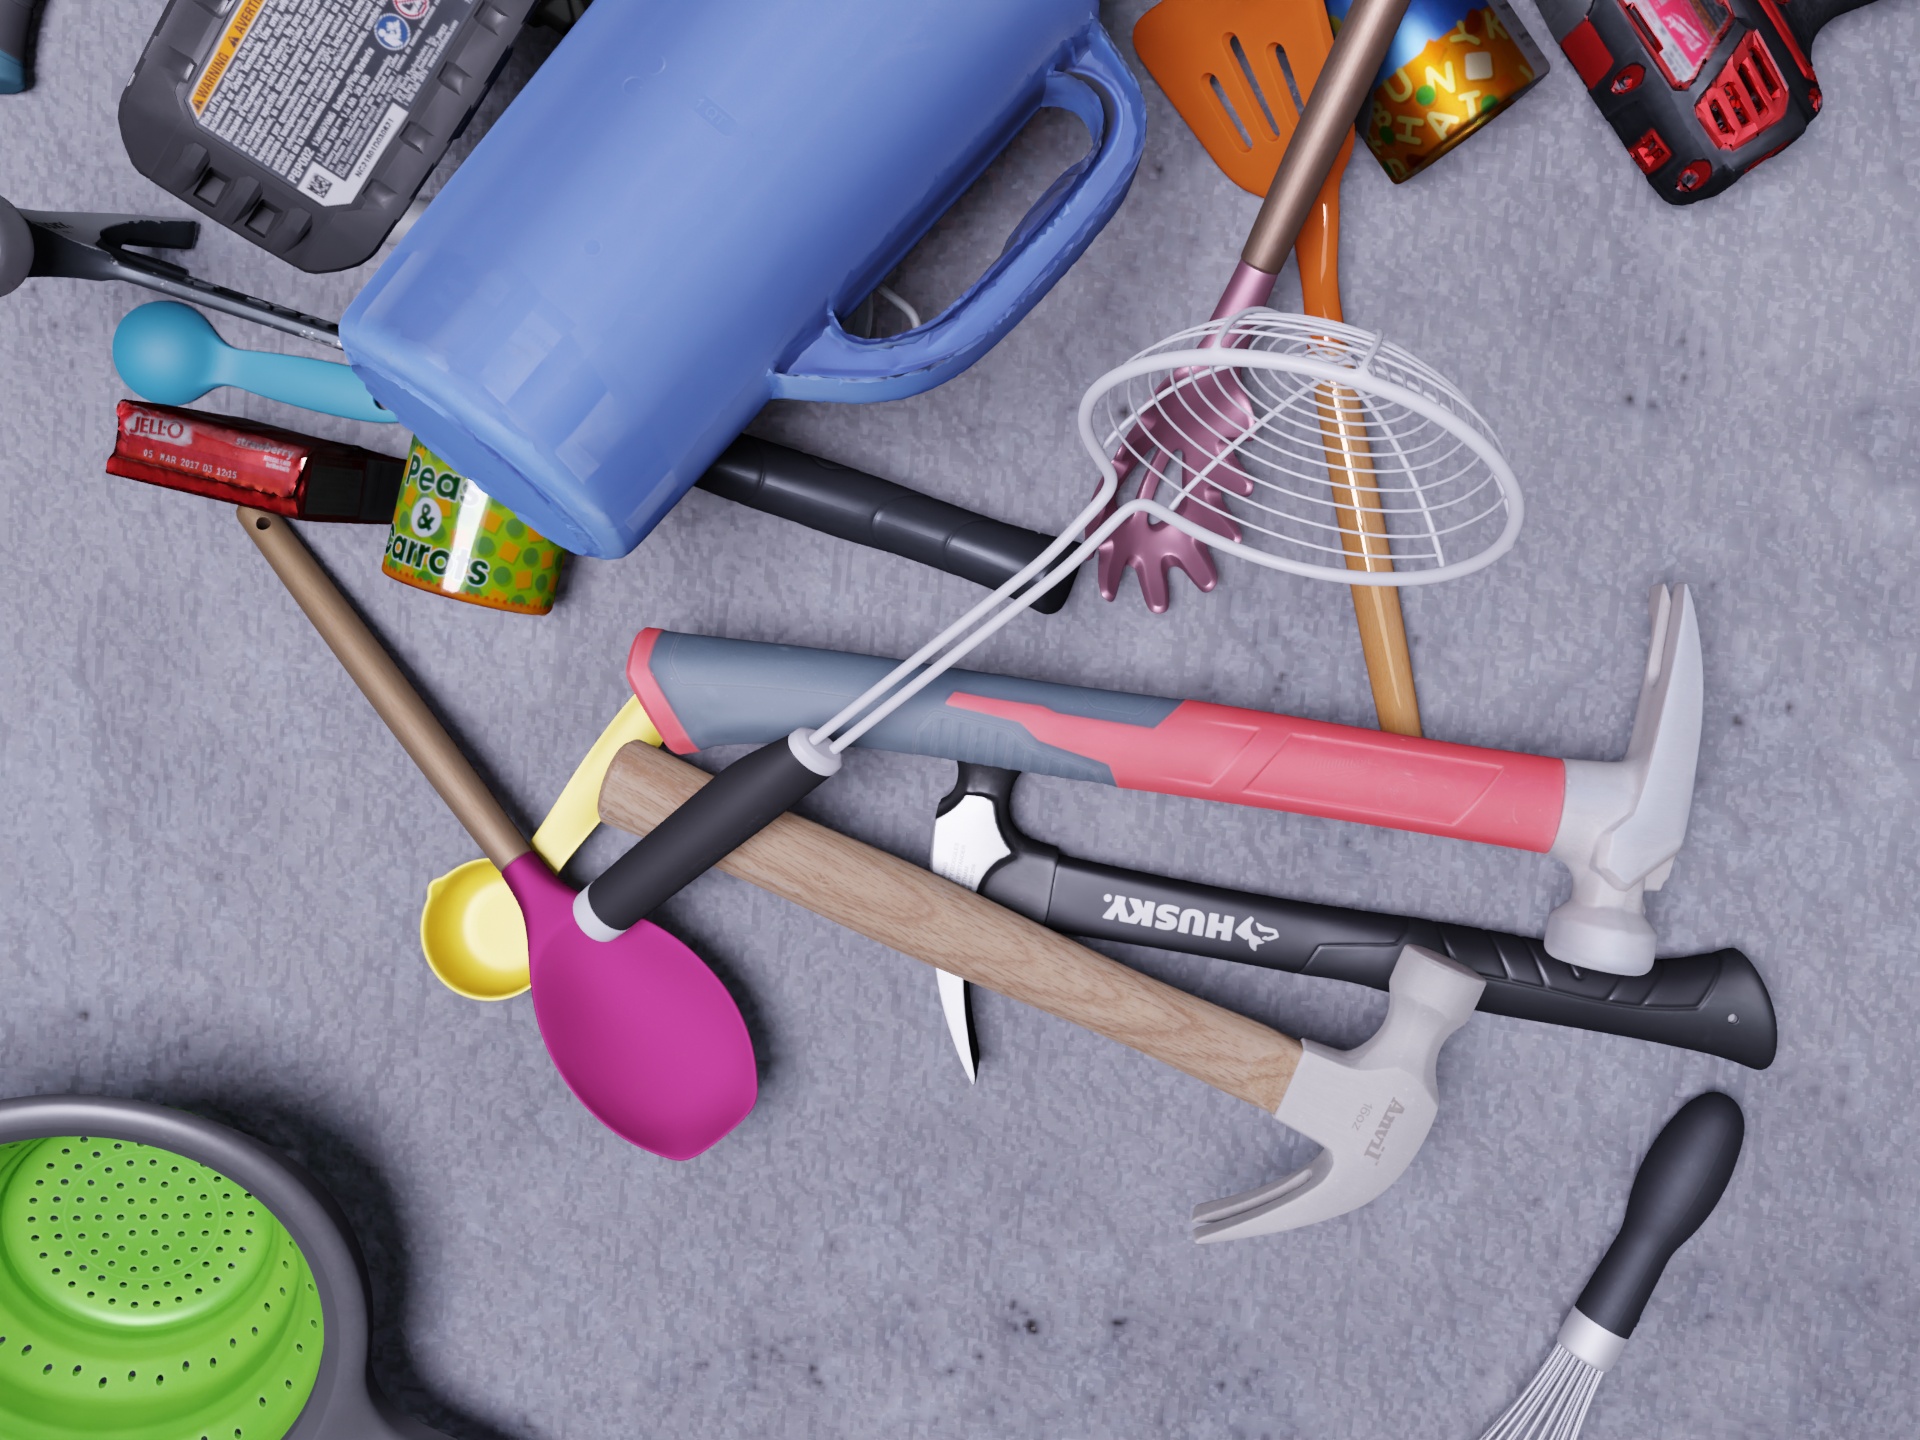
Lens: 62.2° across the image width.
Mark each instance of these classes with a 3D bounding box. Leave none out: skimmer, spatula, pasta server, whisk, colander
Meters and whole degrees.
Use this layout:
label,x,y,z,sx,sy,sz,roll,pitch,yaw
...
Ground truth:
label,x,y,z,sx,sy,sz,roll,pitch,yaw
skimmer,-0.001,-0.002,0.510,0.363,0.090,0.127,-36,134,24
spatula,0.138,-0.116,0.602,0.081,0.041,0.322,-5,102,48
pasta server,0.117,-0.180,0.548,0.060,0.040,0.316,13,121,-17
whisk,0.234,0.273,0.631,0.070,0.070,0.284,29,91,0
colander,-0.269,0.262,0.650,0.396,0.095,0.204,33,96,-18

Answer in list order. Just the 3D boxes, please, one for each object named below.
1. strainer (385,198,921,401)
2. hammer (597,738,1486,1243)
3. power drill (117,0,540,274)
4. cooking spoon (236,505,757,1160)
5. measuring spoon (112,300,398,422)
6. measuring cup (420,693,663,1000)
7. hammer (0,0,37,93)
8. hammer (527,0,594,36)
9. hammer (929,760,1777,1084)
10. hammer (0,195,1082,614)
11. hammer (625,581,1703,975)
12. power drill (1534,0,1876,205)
label,x,y,z,sx,sy,sz,roll,pitch,yaw
strainer,-0.134,-0.180,0.614,0.258,0.050,0.086,12,122,8
hammer,0.015,0.089,0.598,0.331,0.031,0.130,23,97,7
power drill,-0.212,-0.232,0.531,0.080,0.229,0.190,30,106,-31
cooking spoon,-0.189,0.035,0.626,0.069,0.017,0.319,-37,83,-11
measuring spoon,-0.280,-0.139,0.635,0.128,0.021,0.042,12,96,3
measuring cup,-0.157,0.044,0.649,0.062,0.029,0.156,35,84,4
hammer,-0.322,-0.394,0.609,0.128,0.033,0.331,27,96,0
hammer,-0.025,-0.384,0.585,0.149,0.037,0.359,29,94,-11
hammer,0.150,0.094,0.626,0.335,0.035,0.146,10,95,2
hammer,-0.147,-0.115,0.593,0.409,0.149,0.036,17,105,-8
hammer,0.072,-0.007,0.587,0.386,0.038,0.143,9,93,2
power drill,0.311,-0.302,0.561,0.219,0.078,0.143,-34,92,9
